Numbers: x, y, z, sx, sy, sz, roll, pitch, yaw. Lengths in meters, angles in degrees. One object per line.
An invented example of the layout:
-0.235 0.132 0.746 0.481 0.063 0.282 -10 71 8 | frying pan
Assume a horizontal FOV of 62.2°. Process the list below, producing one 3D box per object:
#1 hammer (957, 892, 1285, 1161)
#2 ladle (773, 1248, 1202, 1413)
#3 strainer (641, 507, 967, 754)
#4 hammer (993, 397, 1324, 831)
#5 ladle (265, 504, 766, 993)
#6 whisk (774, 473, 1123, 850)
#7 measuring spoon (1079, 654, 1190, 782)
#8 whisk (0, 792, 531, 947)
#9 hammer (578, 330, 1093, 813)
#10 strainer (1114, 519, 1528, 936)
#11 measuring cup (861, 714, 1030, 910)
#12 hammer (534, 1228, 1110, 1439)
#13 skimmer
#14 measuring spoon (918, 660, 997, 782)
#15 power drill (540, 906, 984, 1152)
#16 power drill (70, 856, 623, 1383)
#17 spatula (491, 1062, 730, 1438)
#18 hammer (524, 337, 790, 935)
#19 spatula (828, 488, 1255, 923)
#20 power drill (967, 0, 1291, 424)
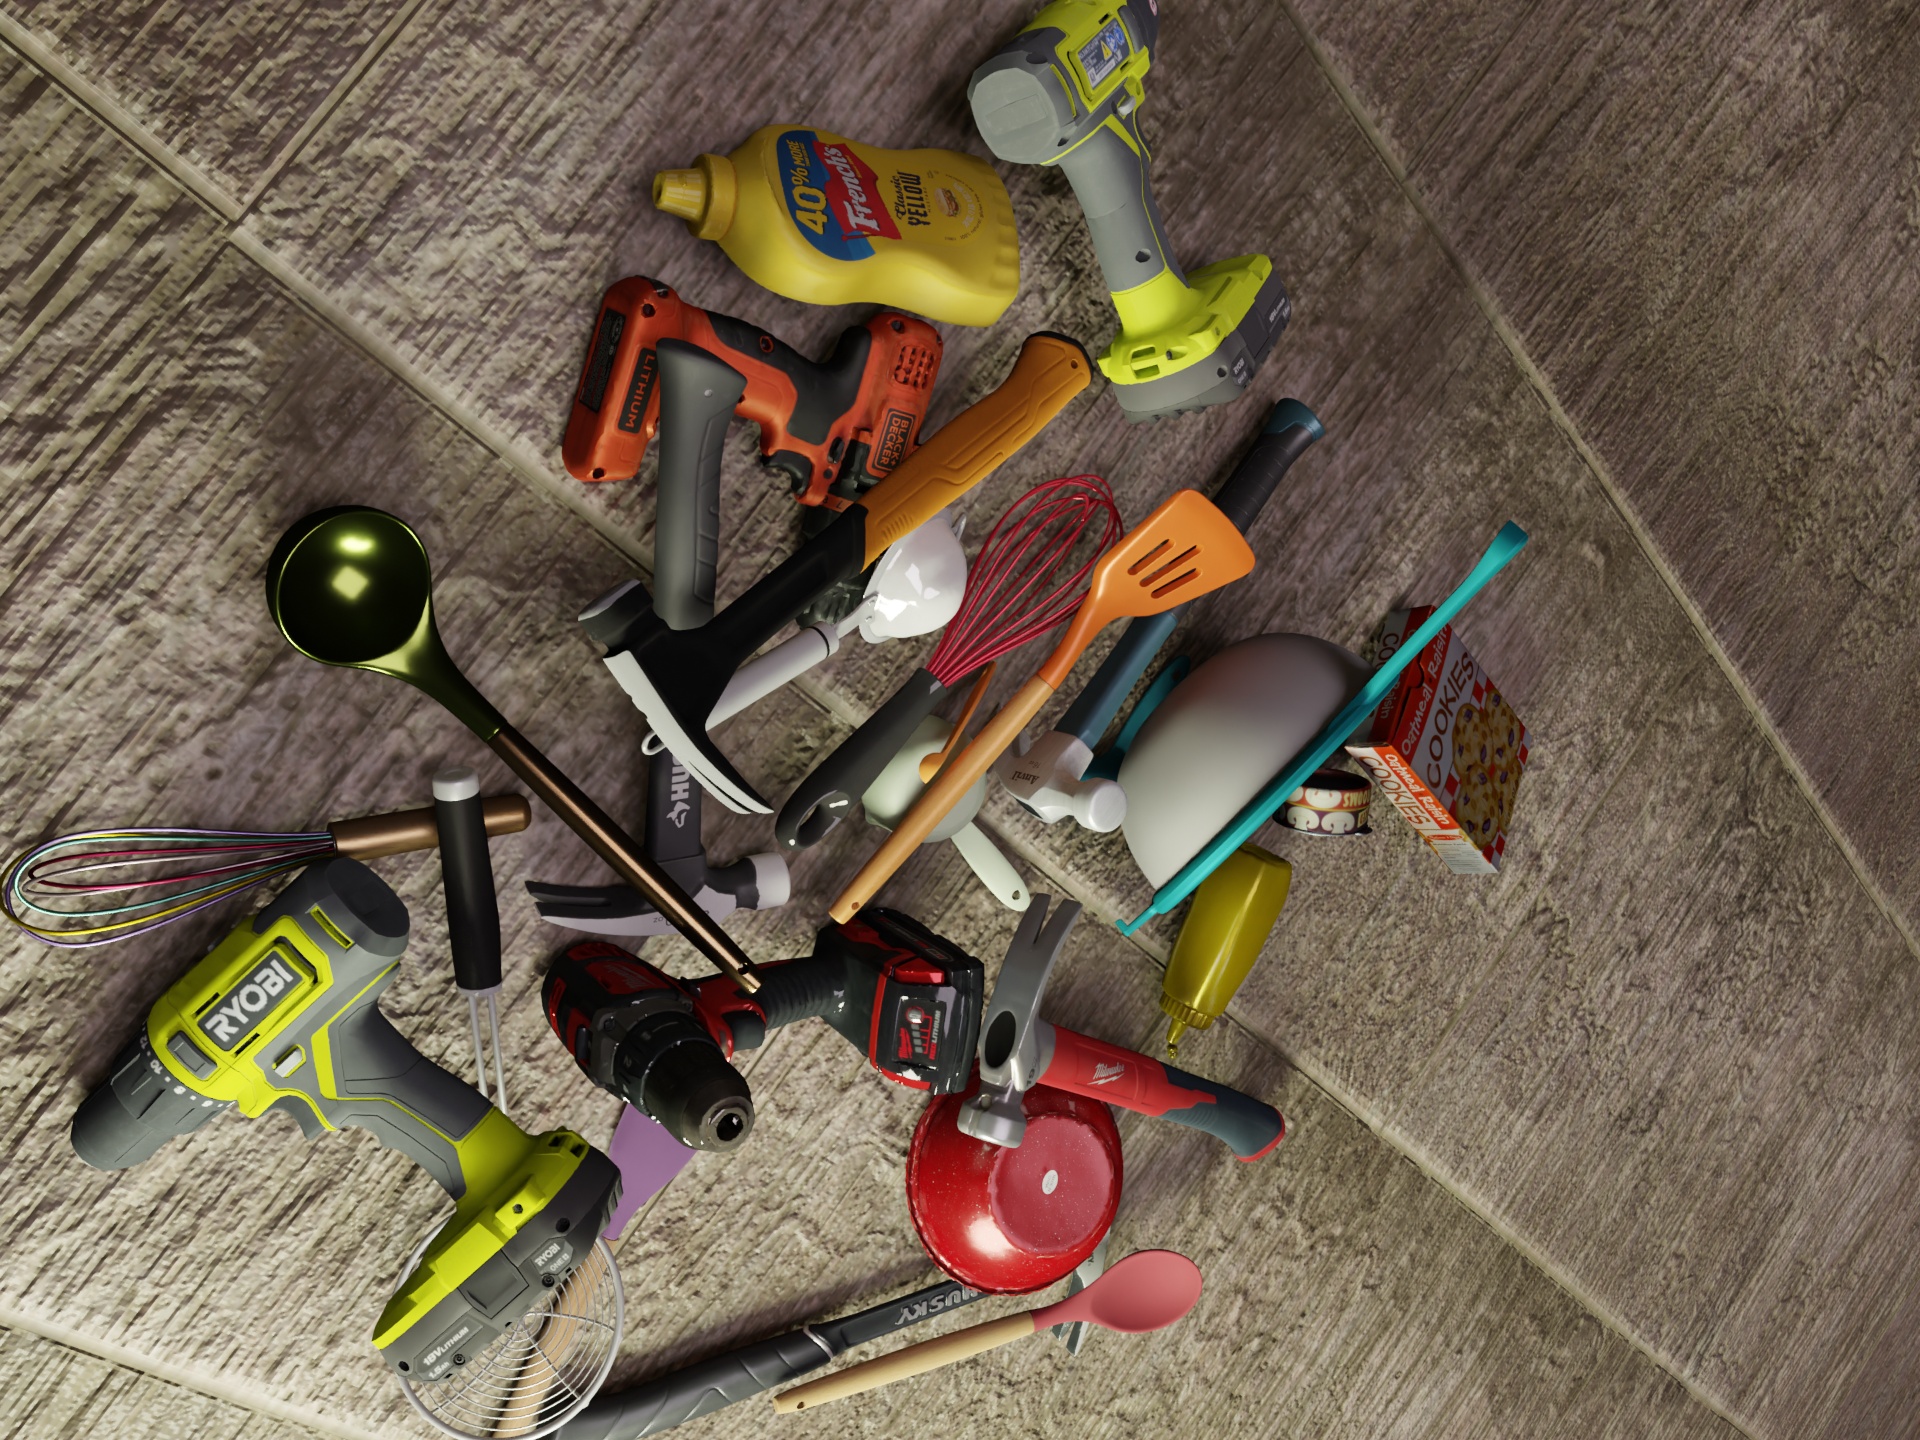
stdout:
0.130 0.225 1.042 0.385 0.038 0.143 31 74 -51 | hammer
0.024 0.411 1.064 0.315 0.031 0.069 -7 110 -27 | ladle
-0.067 -0.044 0.843 0.258 0.050 0.086 -35 152 -36 | strainer
0.132 -0.075 0.985 0.033 0.128 0.331 47 69 -31 | hammer
-0.208 0.024 0.782 0.320 0.062 0.078 47 72 -12 | ladle
-0.003 -0.035 0.921 0.296 0.073 0.073 -48 122 -17 | whisk
0.118 0.012 1.045 0.042 0.021 0.128 38 85 -33 | measuring spoon
-0.333 0.061 0.782 0.245 0.047 0.051 -9 121 -33 | whisk
-0.035 -0.099 0.820 0.337 0.034 0.127 -44 110 -30 | hammer
0.193 -0.022 0.949 0.211 0.095 0.340 -37 167 -45 | strainer
0.005 0.068 0.984 0.083 0.038 0.167 -45 120 -12 | measuring cup
-0.075 0.404 1.039 0.409 0.036 0.149 -10 110 -28 | hammer
-0.248 0.206 0.828 0.127 0.090 0.363 -2 111 -5 | skimmer
-0.001 -0.003 0.940 0.011 0.021 0.117 36 42 -6 | measuring spoon
-0.096 0.169 0.870 0.226 0.188 0.080 0 103 -35 | power drill
-0.298 0.205 0.775 0.190 0.080 0.228 -42 96 5 | power drill
-0.218 0.327 0.940 0.059 0.018 0.316 28 88 -32 | spatula
-0.150 -0.031 0.825 0.146 0.035 0.334 -8 121 -28 | hammer
0.037 -0.001 0.921 0.322 0.041 0.080 -48 130 3 | spatula
0.103 -0.298 0.899 0.171 0.080 0.223 -55 126 -39 | power drill
